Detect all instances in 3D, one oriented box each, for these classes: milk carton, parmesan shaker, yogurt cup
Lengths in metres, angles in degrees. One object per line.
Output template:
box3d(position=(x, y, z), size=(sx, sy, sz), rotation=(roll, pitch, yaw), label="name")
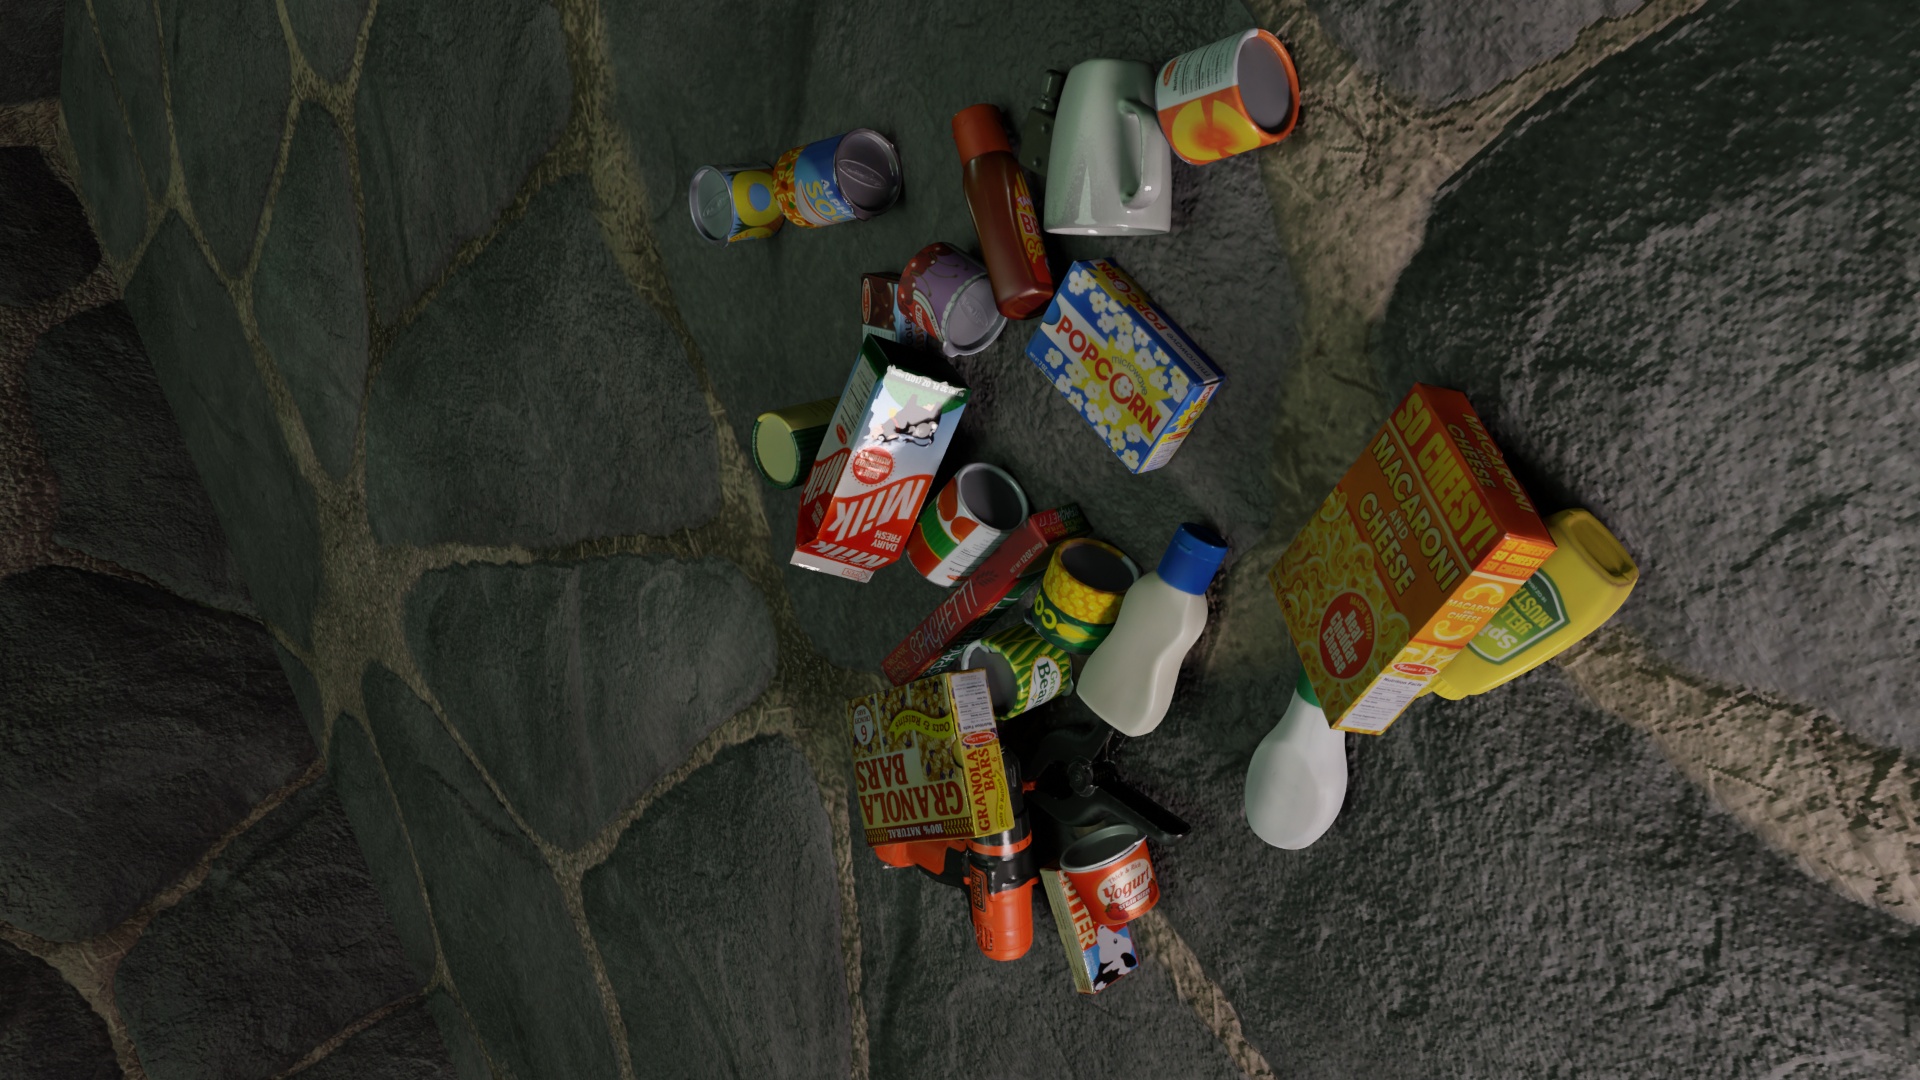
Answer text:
box3d(position=(-0.068, -0.055, 1.080), size=(0.189, 0.072, 0.074), rotation=(-65, 26, 18), label="milk carton")
box3d(position=(-0.115, -0.084, 1.150), size=(0.071, 0.103, 0.071), rotation=(20, 118, 43), label="parmesan shaker")
box3d(position=(0.116, 0.254, 1.051), size=(0.072, 0.073, 0.054), rotation=(-15, 101, 49), label="yogurt cup")

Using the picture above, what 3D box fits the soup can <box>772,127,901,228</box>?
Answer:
box3d(position=(-0.098, -0.280, 1.088), size=(0.083, 0.071, 0.071), rotation=(2, 105, 48), label="soup can")

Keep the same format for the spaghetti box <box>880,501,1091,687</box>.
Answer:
box3d(position=(0.014, 0.049, 1.098), size=(0.029, 0.050, 0.248), rotation=(59, 138, 15), label="spaghetti box")

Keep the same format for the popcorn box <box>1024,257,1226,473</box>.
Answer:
box3d(position=(0.110, -0.119, 0.943), size=(0.127, 0.038, 0.084), rotation=(51, 136, 22), label="popcorn box")

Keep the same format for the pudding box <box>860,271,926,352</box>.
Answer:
box3d(position=(-0.053, -0.170, 1.108), size=(0.050, 0.030, 0.083), rotation=(20, 118, 43), label="pudding box")

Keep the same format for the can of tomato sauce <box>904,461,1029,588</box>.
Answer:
box3d(position=(0.004, -0.013, 1.074), size=(0.071, 0.071, 0.082), rotation=(58, 136, 15), label="can of tomato sauce")

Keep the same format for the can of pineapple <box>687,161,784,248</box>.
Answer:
box3d(position=(-0.192, -0.289, 1.195), size=(0.071, 0.058, 0.070), rotation=(19, 118, 42), label="can of pineapple")

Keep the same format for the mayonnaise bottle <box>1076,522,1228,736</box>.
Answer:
box3d(position=(0.135, 0.059, 0.954), size=(0.065, 0.041, 0.147), rotation=(38, 114, 33), label="mayonnaise bottle")

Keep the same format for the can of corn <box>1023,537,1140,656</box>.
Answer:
box3d(position=(0.087, 0.039, 0.999), size=(0.071, 0.071, 0.058), rotation=(42, 130, 30), label="can of corn")

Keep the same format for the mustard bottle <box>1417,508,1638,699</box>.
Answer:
box3d(position=(0.303, 0.050, 0.784), size=(0.065, 0.049, 0.159), rotation=(56, 137, 22), label="mustard bottle")

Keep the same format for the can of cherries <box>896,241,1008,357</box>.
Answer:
box3d(position=(-0.006, -0.177, 1.024), size=(0.058, 0.072, 0.071), rotation=(39, 129, 32), label="can of cherries")

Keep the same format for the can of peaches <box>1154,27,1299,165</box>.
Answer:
box3d(position=(0.159, -0.260, 0.820), size=(0.058, 0.071, 0.071), rotation=(-5, 100, 48), label="can of peaches")

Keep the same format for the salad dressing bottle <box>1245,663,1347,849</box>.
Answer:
box3d(position=(0.227, 0.130, 0.902), size=(0.064, 0.044, 0.147), rotation=(33, 125, 38), label="salad dressing bottle")

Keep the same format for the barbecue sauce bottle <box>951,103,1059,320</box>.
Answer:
box3d(position=(0.029, -0.232, 0.976), size=(0.043, 0.065, 0.148), rotation=(-19, 80, 20), label="barbecue sauce bottle")

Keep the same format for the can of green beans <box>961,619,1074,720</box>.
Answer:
box3d(position=(0.043, 0.100, 1.078), size=(0.071, 0.058, 0.071), rotation=(19, 117, 42), label="can of green beans")

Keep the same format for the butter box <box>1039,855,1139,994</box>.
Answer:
box3d(position=(0.101, 0.296, 1.088), size=(0.024, 0.053, 0.103), rotation=(-17, 90, 52), label="butter box")

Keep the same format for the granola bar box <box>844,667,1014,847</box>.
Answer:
box3d(position=(-0.030, 0.174, 1.097), size=(0.165, 0.039, 0.124), rotation=(-23, 74, 54), label="granola bar box")

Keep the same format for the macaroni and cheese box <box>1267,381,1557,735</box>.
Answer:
box3d(position=(0.251, 0.012, 0.796), size=(0.124, 0.040, 0.165), rotation=(-102, 31, -43), label="macaroni and cheese box")
